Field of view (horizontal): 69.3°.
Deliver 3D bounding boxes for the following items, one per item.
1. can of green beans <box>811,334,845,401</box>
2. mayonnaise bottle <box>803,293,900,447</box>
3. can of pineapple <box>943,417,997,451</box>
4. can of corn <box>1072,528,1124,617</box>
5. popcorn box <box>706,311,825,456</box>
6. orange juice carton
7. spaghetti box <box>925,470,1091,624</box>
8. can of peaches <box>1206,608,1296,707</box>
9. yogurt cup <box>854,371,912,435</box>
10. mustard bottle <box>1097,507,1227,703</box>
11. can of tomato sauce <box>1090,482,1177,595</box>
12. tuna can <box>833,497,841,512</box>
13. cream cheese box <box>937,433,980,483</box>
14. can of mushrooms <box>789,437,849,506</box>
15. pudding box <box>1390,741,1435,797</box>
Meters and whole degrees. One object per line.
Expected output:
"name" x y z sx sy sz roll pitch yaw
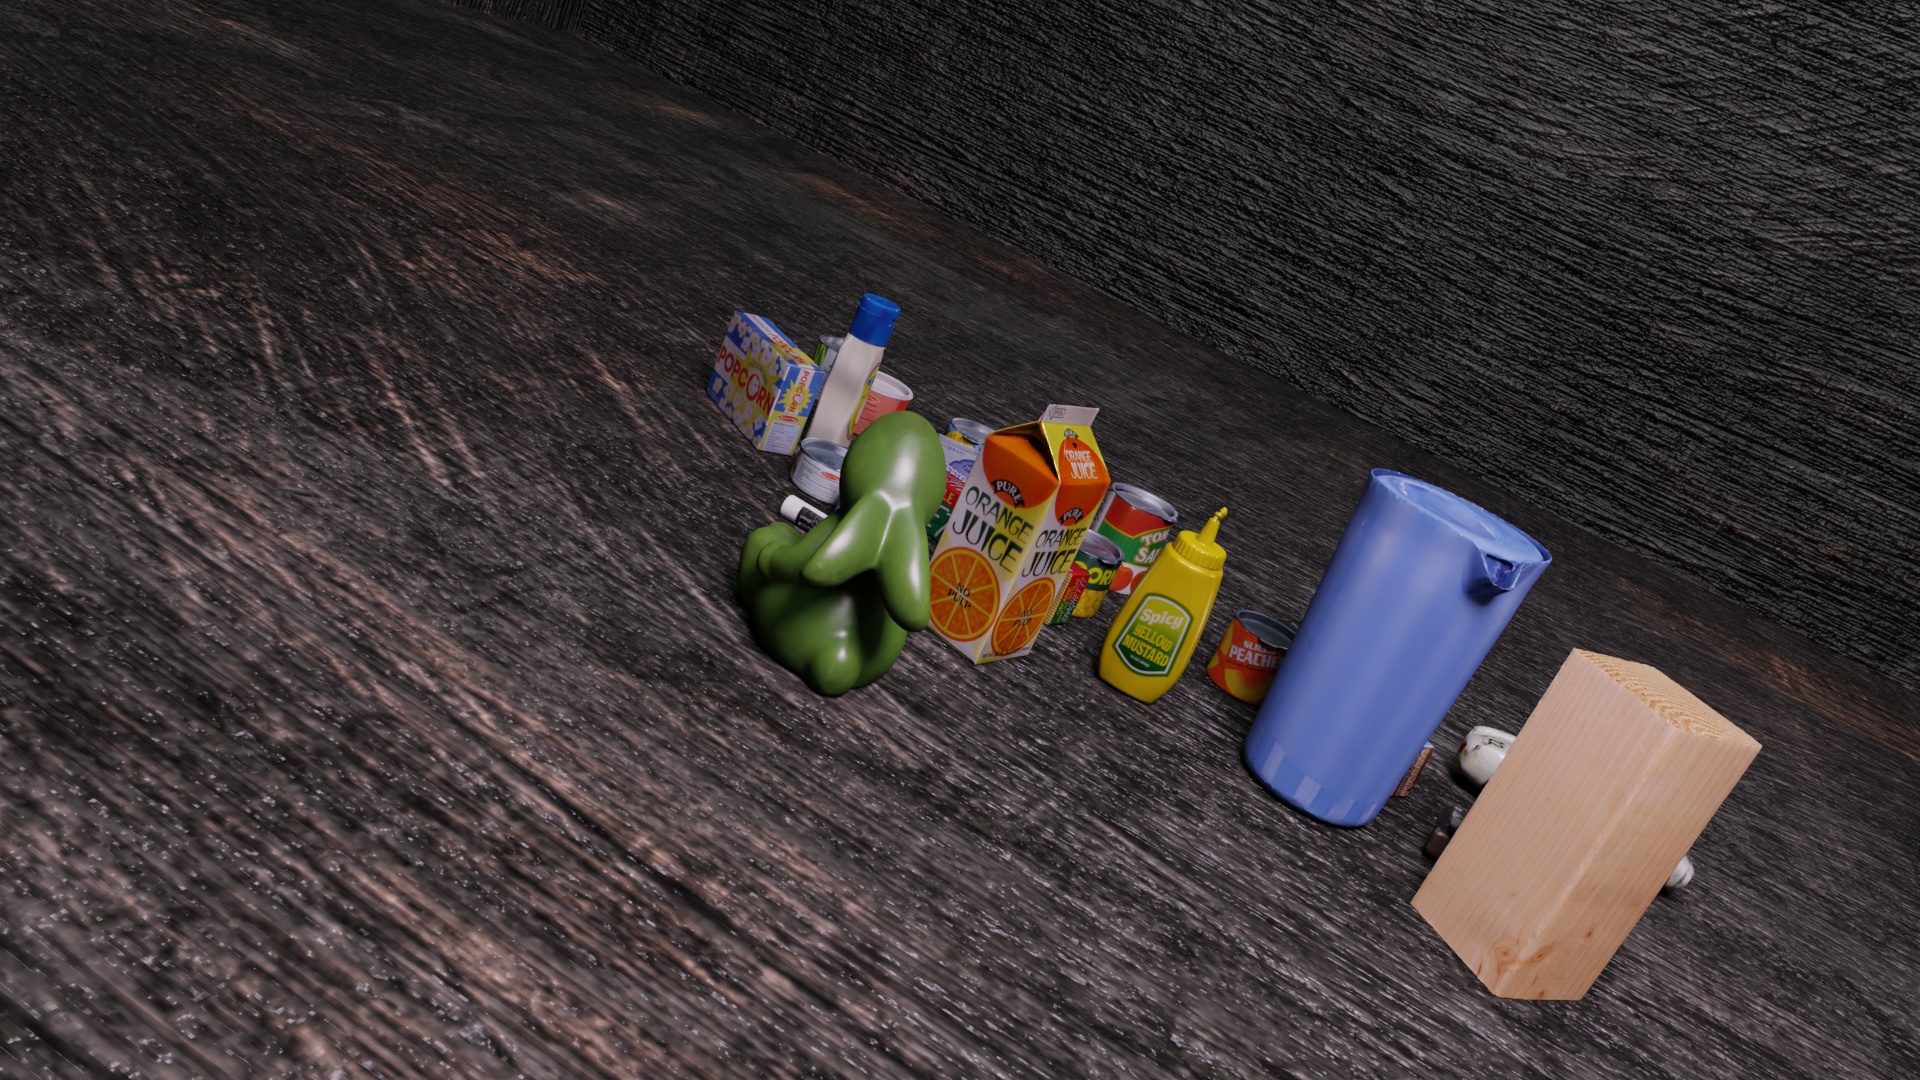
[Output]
"can of green beans" -0.124 -0.173 1.436 0.071 0.057 0.071 22 19 -8
"mayonnaise bottle" -0.099 -0.152 1.273 0.041 0.147 0.065 25 19 2
"can of pineapple" 0.008 -0.079 1.347 0.071 0.057 0.071 22 19 -8
"can of corn" 0.098 0.026 1.174 0.071 0.058 0.071 22 19 -8
"popcorn box" -0.178 -0.143 1.252 0.038 0.085 0.127 8 24 -39
"orange juice carton" 0.043 -0.012 1.004 0.073 0.192 0.072 35 22 30
"spaghetti box" 0.004 -0.015 1.183 0.250 0.050 0.029 37 22 32
"can of peaches" 0.246 0.099 1.157 0.071 0.058 0.071 22 19 -8
"yogurt cup" -0.088 -0.135 1.385 0.072 0.053 0.072 22 19 -8
"mustard bottle" 0.159 0.044 1.044 0.065 0.159 0.049 27 19 8
"can of tomato sauce" 0.153 0.000 1.270 0.071 0.082 0.071 22 19 -8
"tuna can" -0.068 -0.020 1.137 0.071 0.032 0.071 22 19 -8
"cream cheese box" 0.015 -0.055 1.297 0.104 0.053 0.024 22 19 -6
"can of mushrooms" -0.110 -0.058 1.188 0.071 0.033 0.071 22 19 -8
"pudding box" 0.331 0.160 1.109 0.030 0.049 0.084 9 24 -38
